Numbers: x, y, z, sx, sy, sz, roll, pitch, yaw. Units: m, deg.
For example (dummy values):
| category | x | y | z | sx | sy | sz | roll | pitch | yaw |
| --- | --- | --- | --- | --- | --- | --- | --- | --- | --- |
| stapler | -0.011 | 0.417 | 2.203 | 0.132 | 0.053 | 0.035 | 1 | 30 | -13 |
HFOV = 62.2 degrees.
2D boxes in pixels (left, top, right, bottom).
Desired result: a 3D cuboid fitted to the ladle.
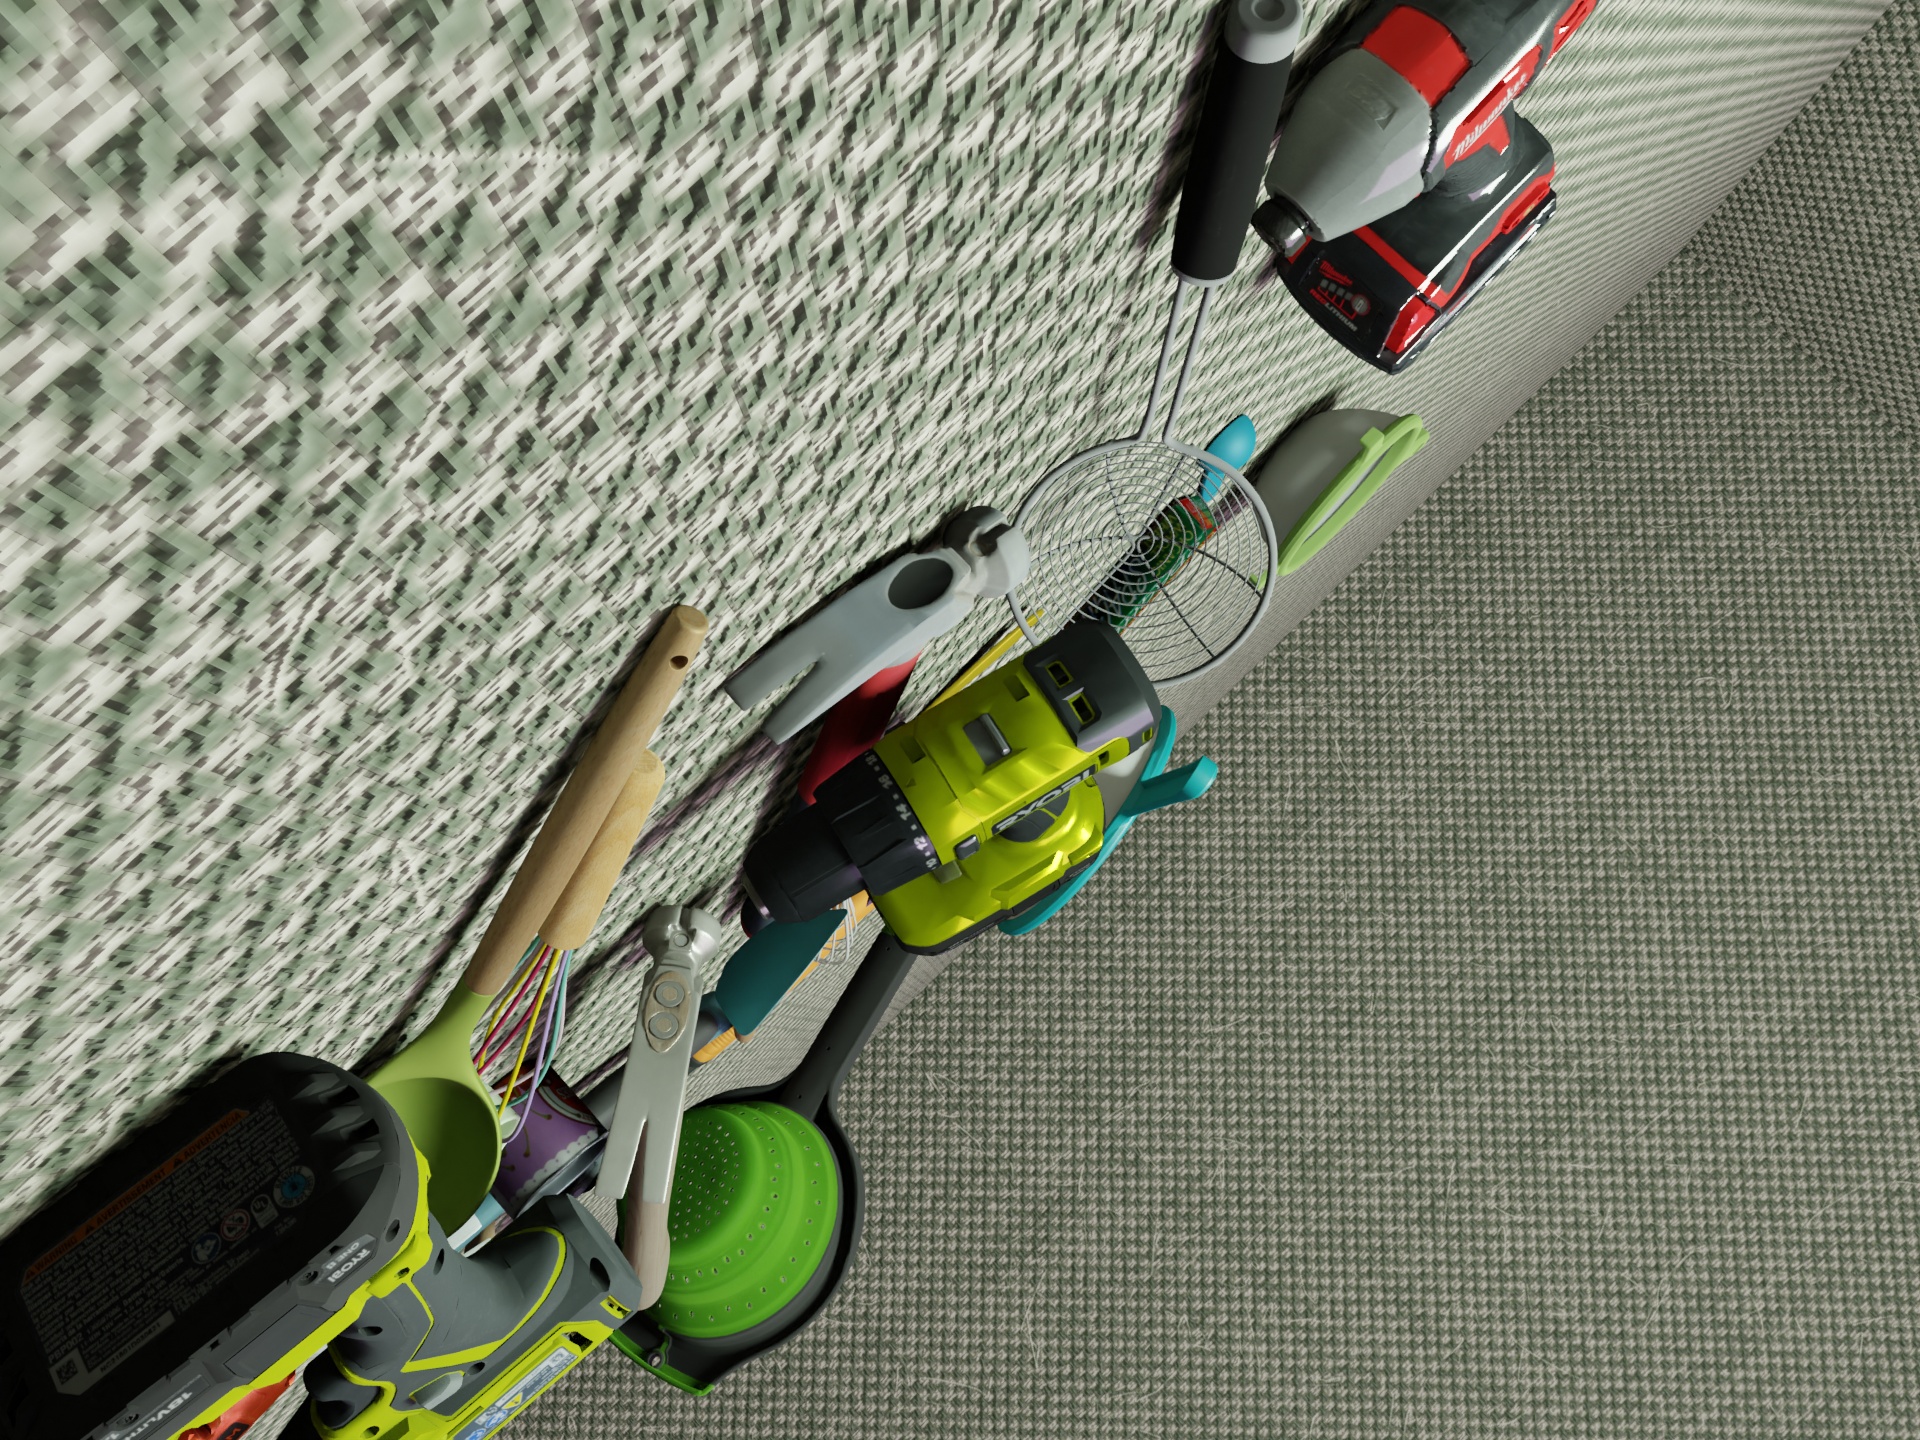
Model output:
| category | x | y | z | sx | sy | sz | roll | pitch | yaw |
| --- | --- | --- | --- | --- | --- | --- | --- | --- | --- |
| ladle | -0.161 | 0.087 | 0.574 | 0.078 | 0.062 | 0.320 | 9 | 130 | -38 |

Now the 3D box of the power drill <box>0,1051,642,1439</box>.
| category | x | y | z | sx | sy | sz | roll | pitch | yaw |
| --- | --- | --- | --- | --- | --- | --- | --- | --- | --- |
| power drill | -0.223 | 0.220 | 0.562 | 0.171 | 0.080 | 0.223 | -39 | 148 | -14 |

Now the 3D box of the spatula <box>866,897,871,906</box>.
| category | x | y | z | sx | sy | sz | roll | pitch | yaw |
| --- | --- | --- | --- | --- | --- | --- | --- | --- | --- |
| spatula | -0.042 | 0.092 | 1.050 | 0.060 | 0.018 | 0.316 | -58 | 179 | -4 |

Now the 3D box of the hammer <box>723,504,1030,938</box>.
| category | x | y | z | sx | sy | sz | roll | pitch | yaw |
| --- | --- | --- | --- | --- | --- | --- | --- | --- | --- |
| hammer | -0.077 | 0.042 | 0.783 | 0.143 | 0.038 | 0.386 | -38 | 168 | -30 |

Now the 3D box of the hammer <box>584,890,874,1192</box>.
| category | x | y | z | sx | sy | sz | roll | pitch | yaw |
| --- | --- | --- | --- | --- | --- | --- | --- | --- | --- |
| hammer | -0.173 | 0.225 | 1.177 | 0.337 | 0.034 | 0.127 | -44 | 172 | -5 |

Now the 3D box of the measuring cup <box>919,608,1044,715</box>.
| category | x | y | z | sx | sy | sz | roll | pitch | yaw |
| --- | --- | --- | --- | --- | --- | --- | --- | --- | --- |
| measuring cup | -0.001 | -0.003 | 0.929 | 0.156 | 0.029 | 0.062 | -43 | 171 | 7 |

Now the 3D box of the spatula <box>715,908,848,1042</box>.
| category | x | y | z | sx | sy | sz | roll | pitch | yaw |
| --- | --- | --- | --- | --- | --- | --- | --- | --- | --- |
| spatula | -0.118 | 0.167 | 0.941 | 0.082 | 0.044 | 0.317 | -51 | 174 | -21 |

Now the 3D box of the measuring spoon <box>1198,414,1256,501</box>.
| category | x | y | z | sx | sy | sz | roll | pitch | yaw |
| --- | --- | --- | --- | --- | --- | --- | --- | --- | --- |
| measuring spoon | 0.171 | -0.158 | 1.023 | 0.042 | 0.021 | 0.128 | -44 | 169 | -4 |

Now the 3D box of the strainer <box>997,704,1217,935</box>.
| category | x | y | z | sx | sy | sz | roll | pitch | yaw |
| --- | --- | --- | --- | --- | --- | --- | --- | --- | --- |
| strainer | 0.078 | 0.040 | 1.137 | 0.211 | 0.095 | 0.340 | -56 | -173 | -16 |

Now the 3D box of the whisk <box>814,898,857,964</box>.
| category | x | y | z | sx | sy | sz | roll | pitch | yaw |
| --- | --- | --- | --- | --- | --- | --- | --- | --- | --- |
| whisk | -0.077 | 0.099 | 0.980 | 0.059 | 0.058 | 0.246 | -39 | 167 | -29 |

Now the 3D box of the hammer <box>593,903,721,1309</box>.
| category | x | y | z | sx | sy | sz | roll | pitch | yaw |
| --- | --- | --- | --- | --- | --- | --- | --- | --- | --- |
| hammer | -0.178 | 0.268 | 0.903 | 0.410 | 0.038 | 0.146 | 107 | -10 | -52 |

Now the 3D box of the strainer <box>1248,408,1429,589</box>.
| category | x | y | z | sx | sy | sz | roll | pitch | yaw |
| --- | --- | --- | --- | --- | --- | --- | --- | --- | --- |
| strainer | 0.292 | -0.202 | 1.212 | 0.256 | 0.069 | 0.151 | -34 | 164 | -50 |

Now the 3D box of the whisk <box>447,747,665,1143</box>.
| category | x | y | z | sx | sy | sz | roll | pitch | yaw |
| --- | --- | --- | --- | --- | --- | --- | --- | --- | --- |
| whisk | -0.167 | 0.093 | 0.637 | 0.245 | 0.051 | 0.047 | -57 | -174 | 37 |

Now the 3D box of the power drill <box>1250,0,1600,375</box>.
| category | x | y | z | sx | sy | sz | roll | pitch | yaw |
| --- | --- | --- | --- | --- | --- | --- | --- | --- | --- |
| power drill | 0.181 | -0.222 | 0.644 | 0.143 | 0.078 | 0.219 | -46 | 168 | 9 |

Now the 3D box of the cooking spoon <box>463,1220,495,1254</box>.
| category | x | y | z | sx | sy | sz | roll | pitch | yaw |
| --- | --- | --- | --- | --- | --- | --- | --- | --- | --- |
| cooking spoon | -0.285 | 0.321 | 0.934 | 0.068 | 0.017 | 0.319 | -12 | 176 | -16 |

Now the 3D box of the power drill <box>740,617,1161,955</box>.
| category | x | y | z | sx | sy | sz | roll | pitch | yaw |
| --- | --- | --- | --- | --- | --- | --- | --- | --- | --- |
| power drill | -0.004 | 0.048 | 0.761 | 0.190 | 0.080 | 0.228 | -31 | 165 | -6 |

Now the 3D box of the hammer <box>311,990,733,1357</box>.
| category | x | y | z | sx | sy | sz | roll | pitch | yaw |
| --- | --- | --- | --- | --- | --- | --- | --- | --- | --- |
| hammer | -0.244 | 0.257 | 0.961 | 0.128 | 0.033 | 0.331 | -30 | -176 | 36 |

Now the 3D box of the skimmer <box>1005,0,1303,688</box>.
| category | x | y | z | sx | sy | sz | roll | pitch | yaw |
| --- | --- | --- | --- | --- | --- | --- | --- | --- | --- |
| skimmer | 0.086 | -0.117 | 0.623 | 0.363 | 0.127 | 0.090 | 93 | 2 | -70 |

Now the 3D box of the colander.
| category | x | y | z | sx | sy | sz | roll | pitch | yaw |
| --- | --- | --- | --- | --- | --- | --- | --- | --- | --- |
| colander | -0.139 | 0.282 | 1.175 | 0.397 | 0.205 | 0.094 | -58 | 143 | -23 |

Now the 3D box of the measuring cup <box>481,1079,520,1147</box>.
| category | x | y | z | sx | sy | sz | roll | pitch | yaw |
| --- | --- | --- | --- | --- | --- | --- | --- | --- | --- |
| measuring cup | -0.277 | 0.228 | 0.740 | 0.167 | 0.038 | 0.083 | -44 | 171 | 7 |
